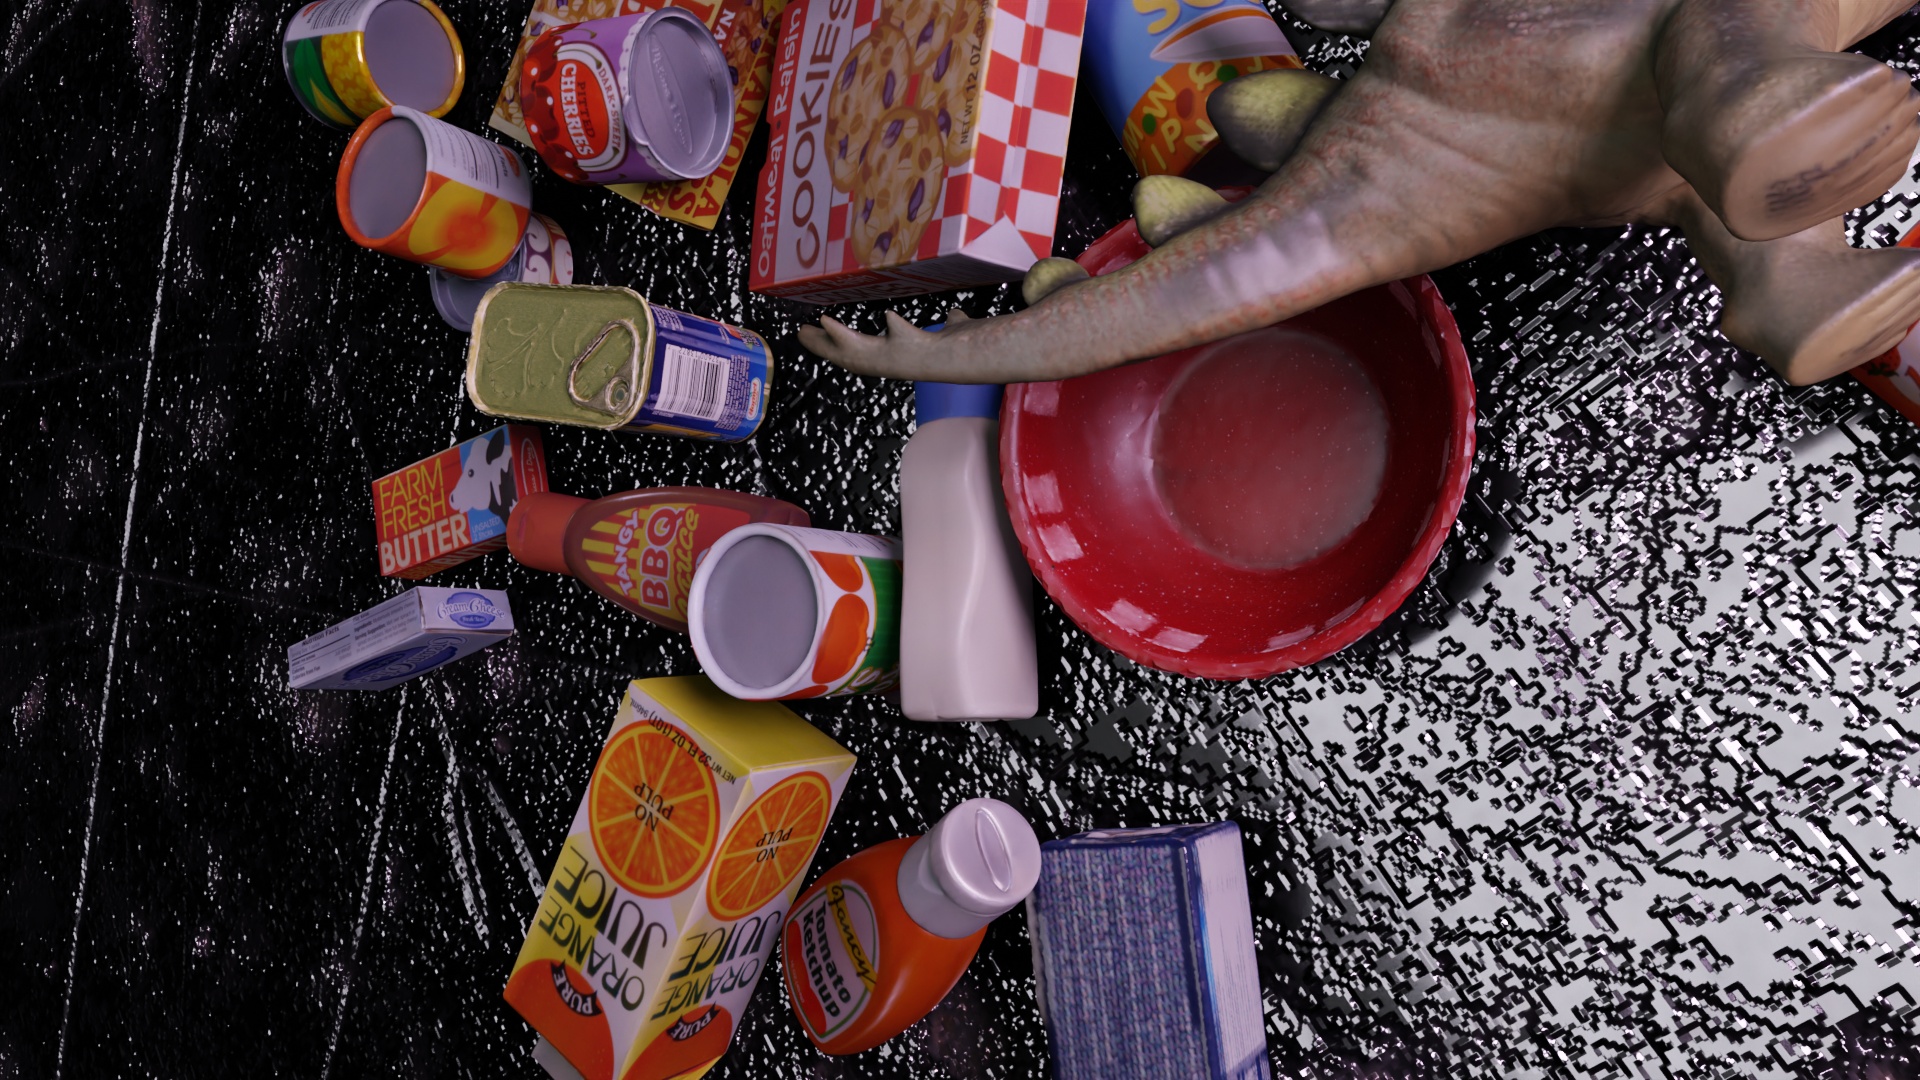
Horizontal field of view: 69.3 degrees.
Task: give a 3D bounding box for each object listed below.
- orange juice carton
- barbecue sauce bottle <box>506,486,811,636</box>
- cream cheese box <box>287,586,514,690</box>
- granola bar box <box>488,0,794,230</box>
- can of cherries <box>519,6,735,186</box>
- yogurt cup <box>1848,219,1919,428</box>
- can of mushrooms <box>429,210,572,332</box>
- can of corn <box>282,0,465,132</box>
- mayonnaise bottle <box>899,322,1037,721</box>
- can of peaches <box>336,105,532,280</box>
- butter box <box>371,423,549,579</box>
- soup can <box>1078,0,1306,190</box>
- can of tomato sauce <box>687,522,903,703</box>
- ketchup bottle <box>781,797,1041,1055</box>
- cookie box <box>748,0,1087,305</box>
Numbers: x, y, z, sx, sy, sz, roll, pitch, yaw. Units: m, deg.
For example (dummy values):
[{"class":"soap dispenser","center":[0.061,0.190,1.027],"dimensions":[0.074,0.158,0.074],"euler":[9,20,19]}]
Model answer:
[{"class":"orange juice carton","center":[-0.124,0.156,0.577],"dimensions":[0.072,0.073,0.192],"euler":[30,102,28]},{"class":"barbecue sauce bottle","center":[-0.136,0.005,0.612],"dimensions":[0.148,0.044,0.065],"euler":[9,92,31]},{"class":"cream cheese box","center":[-0.277,0.050,0.684],"dimensions":[0.103,0.053,0.024],"euler":[-21,75,27]},{"class":"granola bar box","center":[-0.134,-0.241,0.631],"dimensions":[0.124,0.039,0.165],"euler":[31,102,27]},{"class":"can of cherries","center":[-0.136,-0.178,0.564],"dimensions":[0.058,0.071,0.071],"euler":[4,89,27]},{"class":"yogurt cup","center":[0.274,-0.057,0.368],"dimensions":[0.054,0.072,0.072],"euler":[47,109,33]},{"class":"can of mushrooms","center":[-0.224,-0.134,0.679],"dimensions":[0.071,0.033,0.071],"euler":[-2,85,31]},{"class":"can of corn","center":[-0.298,-0.244,0.713],"dimensions":[0.058,0.071,0.071],"euler":[4,89,30]},{"class":"mayonnaise bottle","center":[0.002,-0.007,0.524],"dimensions":[0.041,0.065,0.148],"euler":[-7,79,27]},{"class":"can of peaches","center":[-0.243,-0.157,0.637],"dimensions":[0.071,0.058,0.071],"euler":[-3,83,29]},{"class":"butter box","center":[-0.248,-0.018,0.690],"dimensions":[0.103,0.024,0.053],"euler":[-17,77,28]},{"class":"soup can","center":[0.082,-0.164,0.483],"dimensions":[0.071,0.071,0.084],"euler":[-35,71,24]},{"class":"can of tomato sauce","center":[-0.054,0.030,0.539],"dimensions":[0.071,0.083,0.071],"euler":[-3,85,30]},{"class":"ketchup bottle","center":[-0.020,0.136,0.499],"dimensions":[0.148,0.043,0.065],"euler":[-51,52,48]},{"class":"cookie box","center":[-0.023,-0.156,0.522],"dimensions":[0.167,0.040,0.123],"euler":[8,90,57]}]
